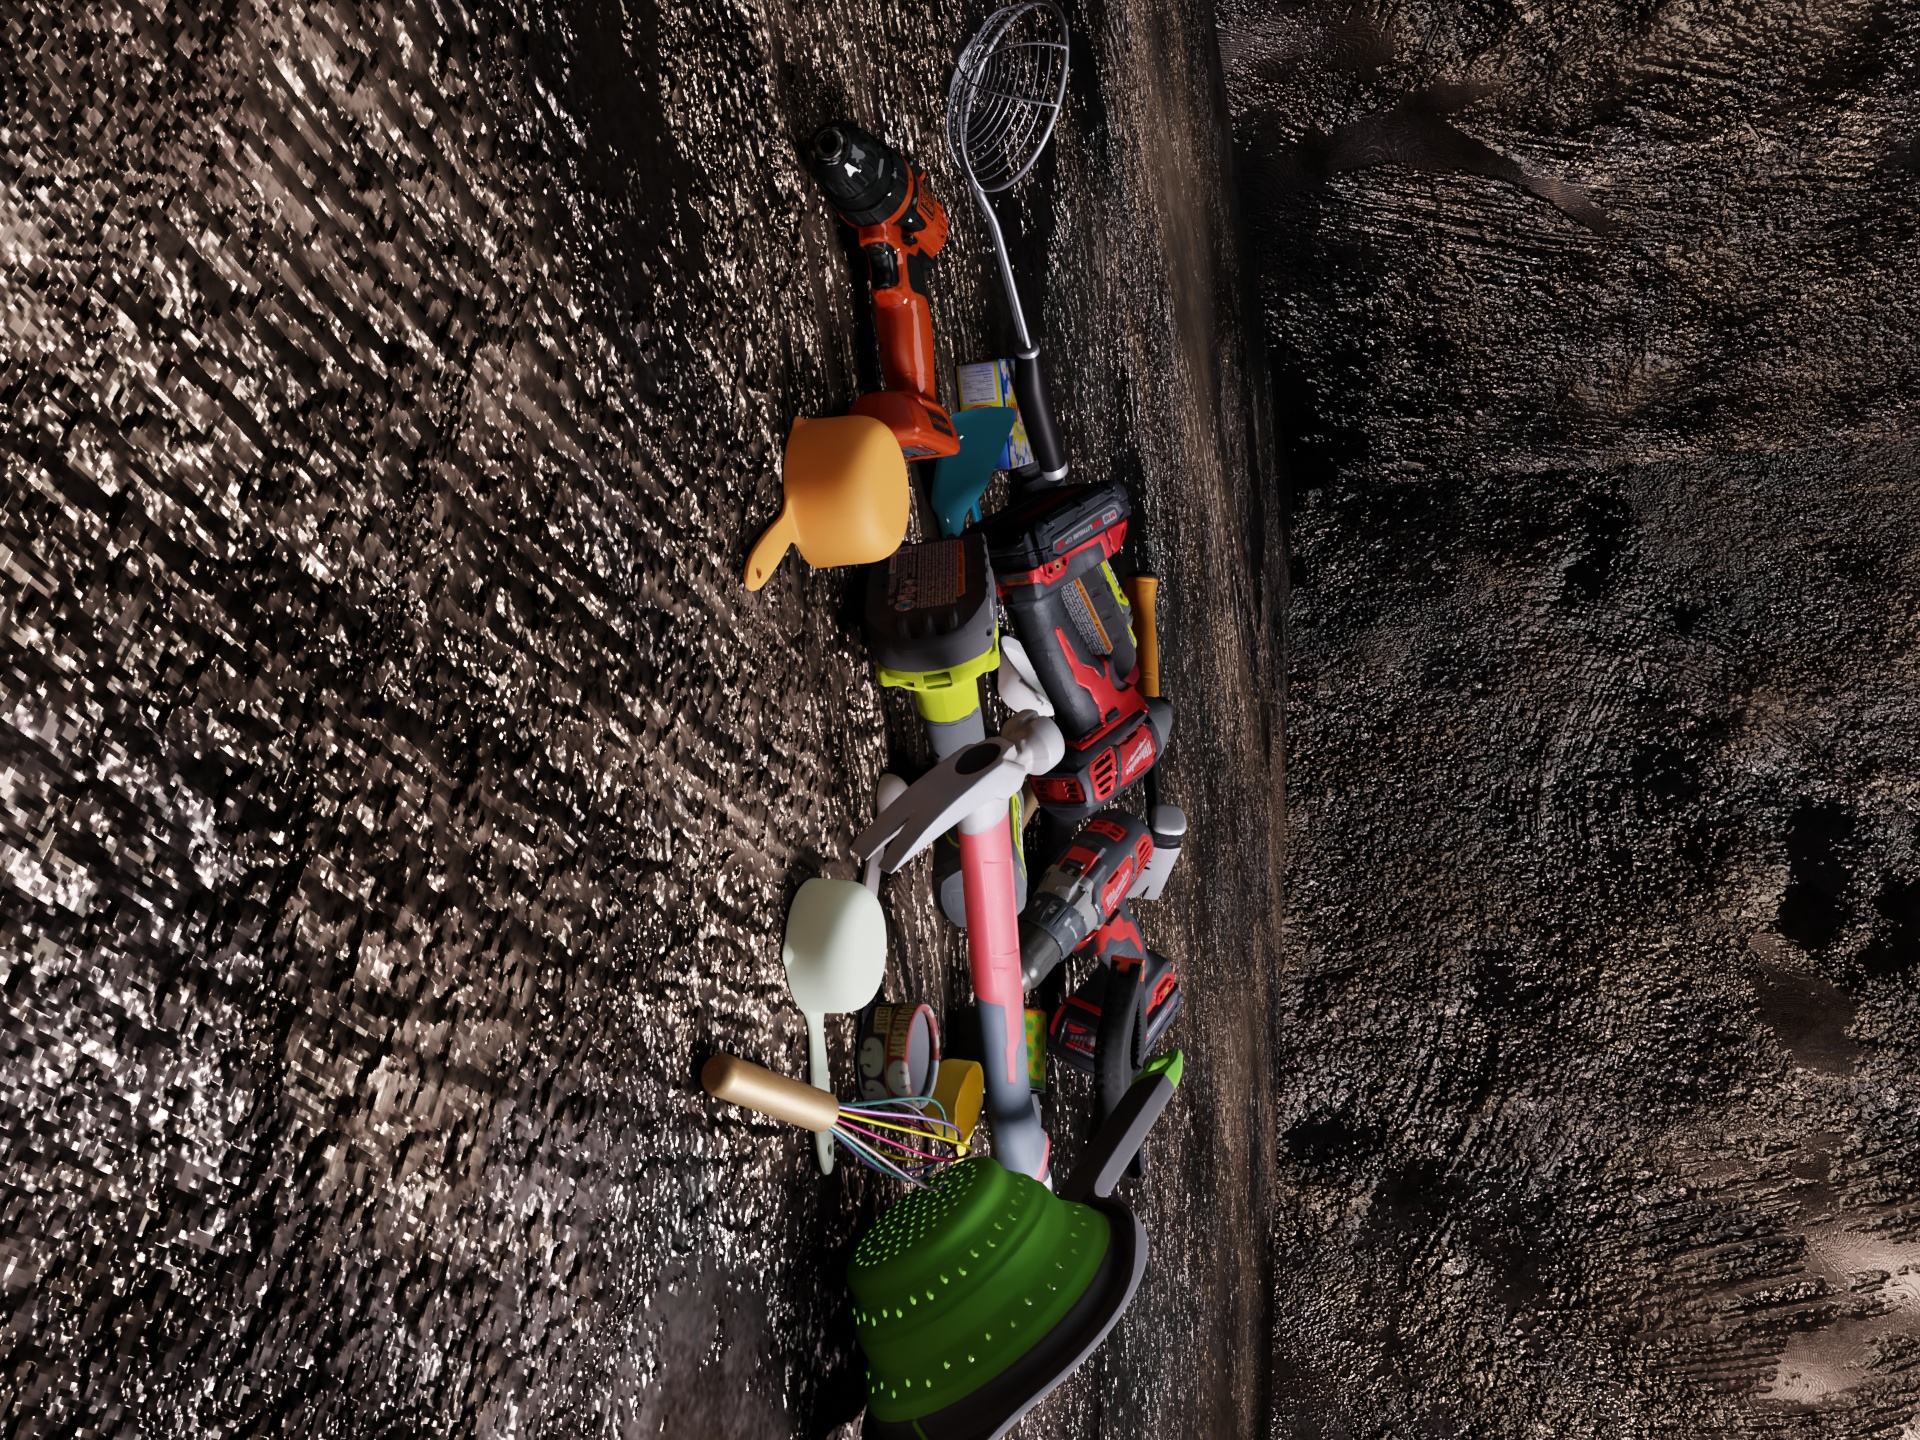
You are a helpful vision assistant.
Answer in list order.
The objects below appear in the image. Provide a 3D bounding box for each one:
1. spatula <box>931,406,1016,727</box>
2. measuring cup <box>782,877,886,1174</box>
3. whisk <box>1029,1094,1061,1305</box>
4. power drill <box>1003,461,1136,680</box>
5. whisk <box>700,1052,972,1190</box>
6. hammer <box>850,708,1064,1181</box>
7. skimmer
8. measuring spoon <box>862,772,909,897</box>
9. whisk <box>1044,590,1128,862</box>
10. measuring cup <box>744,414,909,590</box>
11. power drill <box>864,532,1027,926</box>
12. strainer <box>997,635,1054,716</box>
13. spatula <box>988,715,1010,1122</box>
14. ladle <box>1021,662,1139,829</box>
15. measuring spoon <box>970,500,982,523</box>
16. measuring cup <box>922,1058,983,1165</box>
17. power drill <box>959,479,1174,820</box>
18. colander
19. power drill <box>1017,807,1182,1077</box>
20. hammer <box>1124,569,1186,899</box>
[{"bbox_3d":[0.012,-0.070,1.177,0.082,0.044,0.317,-19,109,-50],"label":"spatula"},{"bbox_3d":[-0.066,0.173,0.899,0.083,0.038,0.167,2,84,-73],"label":"measuring cup"},{"bbox_3d":[0.065,0.387,1.241,0.070,0.070,0.284,-62,144,-59],"label":"whisk"},{"bbox_3d":[0.085,-0.120,1.306,0.171,0.080,0.223,63,13,-16],"label":"power drill"},{"bbox_3d":[-0.060,0.214,0.861,0.244,0.047,0.051,41,70,-53],"label":"whisk"},{"bbox_3d":[0.014,0.180,0.998,0.143,0.038,0.385,-36,137,-33],"label":"hammer"},{"bbox_3d":[0.063,-0.336,1.174,0.127,0.090,0.362,-121,-172,-45],"label":"skimmer"},{"bbox_3d":[-0.047,0.085,1.003,0.034,0.018,0.124,68,23,-46],"label":"measuring spoon"},{"bbox_3d":[0.109,-0.009,1.461,0.073,0.073,0.296,55,42,-60],"label":"whisk"},{"bbox_3d":[-0.072,-0.114,0.894,0.174,0.052,0.095,-67,149,-58],"label":"measuring cup"},{"bbox_3d":[-0.002,-0.003,1.054,0.191,0.080,0.228,-90,171,-58],"label":"power drill"},{"bbox_3d":[0.066,-0.058,1.353,0.087,0.050,0.259,45,24,-11],"label":"strainer"},{"bbox_3d":[0.032,0.153,1.201,0.060,0.018,0.316,-145,-125,-76],"label":"spatula"},{"bbox_3d":[0.079,0.024,1.329,0.316,0.069,0.031,-58,157,-43],"label":"ladle"},{"bbox_3d":[0.004,-0.154,1.220,0.042,0.021,0.128,-9,87,-73],"label":"measuring spoon"},{"bbox_3d":[-0.016,0.307,1.080,0.062,0.029,0.156,31,70,-69],"label":"measuring cup"},{"bbox_3d":[0.089,-0.053,1.143,0.143,0.078,0.219,-33,113,-41],"label":"power drill"},{"bbox_3d":[0.039,0.293,0.995,0.094,0.204,0.397,54,37,-3],"label":"colander"},{"bbox_3d":[0.104,0.206,1.331,0.188,0.080,0.226,-47,139,-31],"label":"power drill"},{"bbox_3d":[0.171,-0.002,1.464,0.127,0.034,0.337,101,-7,-52],"label":"hammer"}]
